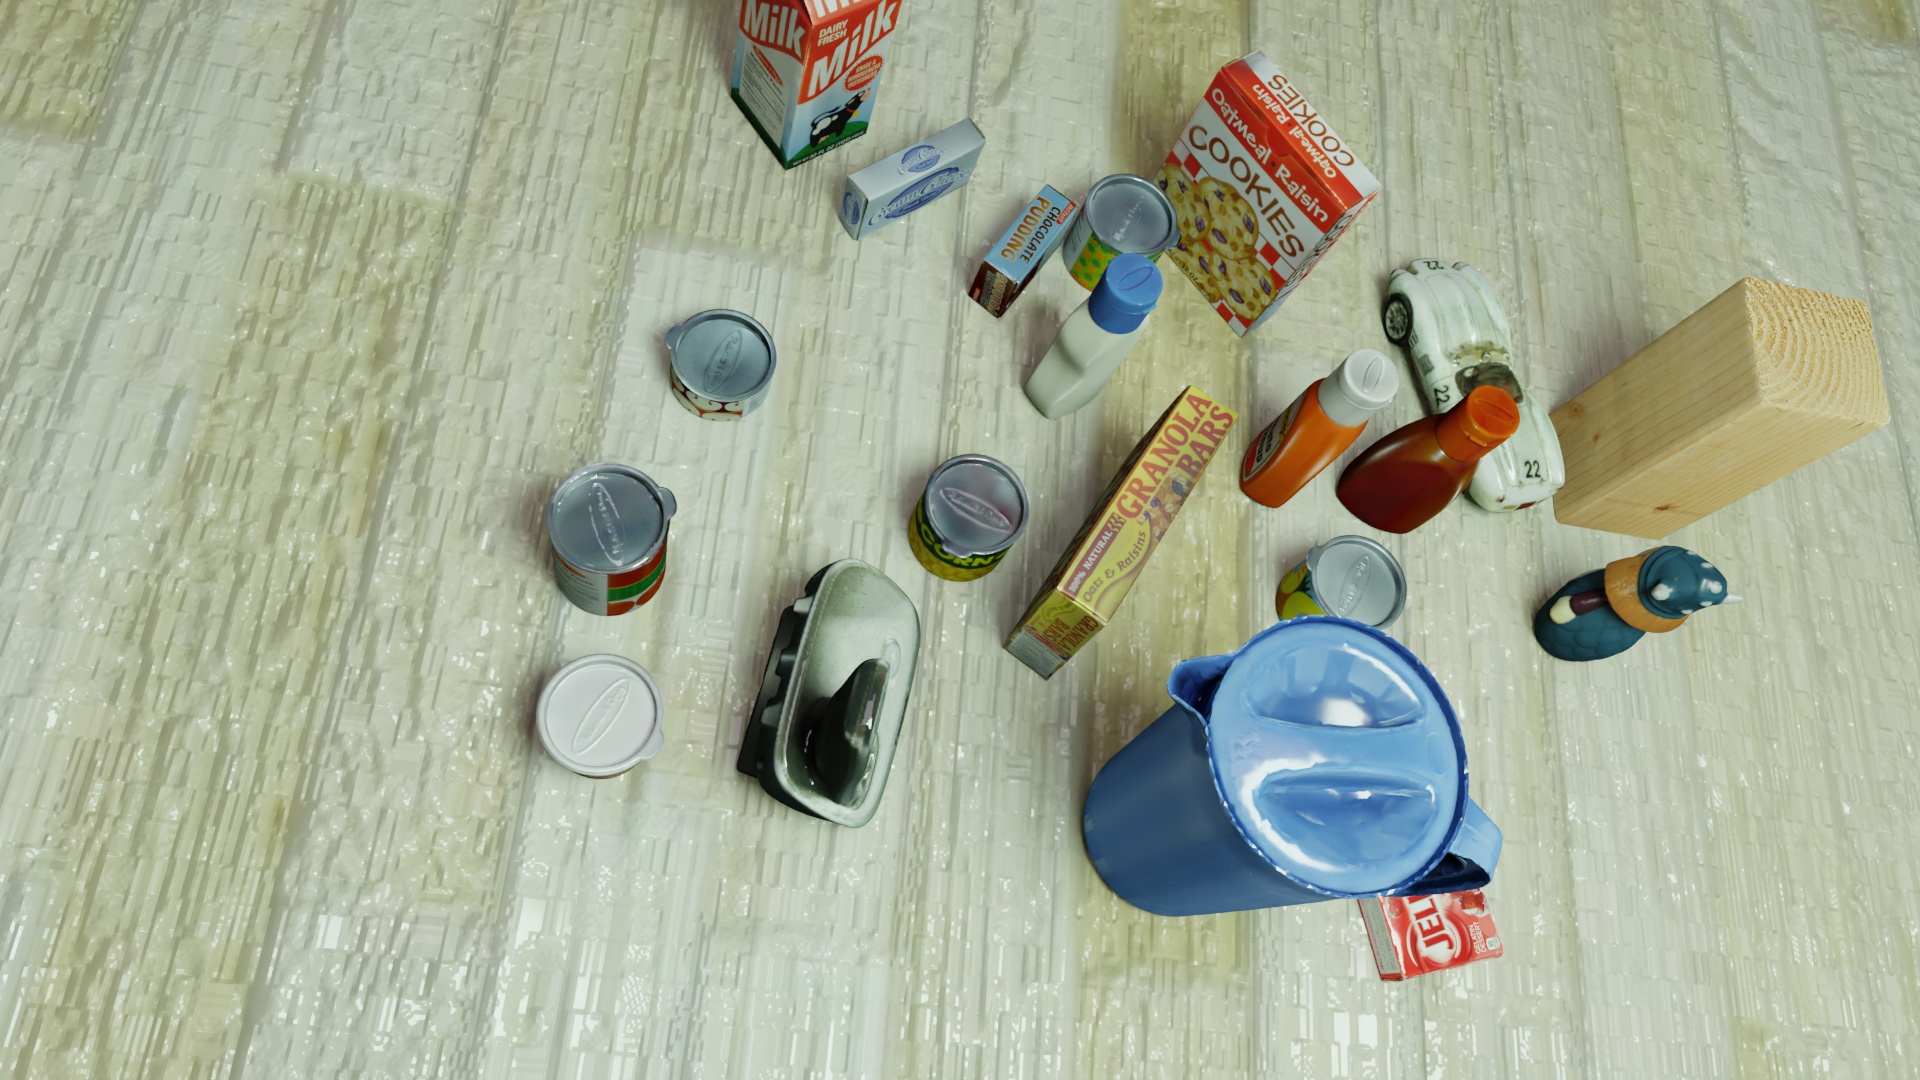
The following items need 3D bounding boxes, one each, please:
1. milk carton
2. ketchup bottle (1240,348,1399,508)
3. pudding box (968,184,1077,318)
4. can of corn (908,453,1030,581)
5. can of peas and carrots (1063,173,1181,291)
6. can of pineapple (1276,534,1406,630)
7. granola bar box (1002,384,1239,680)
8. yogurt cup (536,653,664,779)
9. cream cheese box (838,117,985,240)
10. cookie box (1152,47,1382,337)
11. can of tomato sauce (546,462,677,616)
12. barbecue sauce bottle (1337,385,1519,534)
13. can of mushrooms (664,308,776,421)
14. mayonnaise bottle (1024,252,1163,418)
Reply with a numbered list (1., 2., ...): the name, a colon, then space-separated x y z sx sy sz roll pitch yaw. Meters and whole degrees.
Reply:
1. milk carton: -0.093 -0.334 0.900 0.072 0.189 0.073 -32 80 -22
2. ketchup bottle: 0.232 -0.074 0.901 0.043 0.148 0.065 28 66 -2
3. pudding box: 0.043 -0.199 0.958 0.030 0.049 0.084 36 66 2
4. can of corn: 0.003 -0.011 0.871 0.071 0.058 0.071 5 69 -12
5. can of peas and carrots: 0.113 -0.212 0.974 0.071 0.058 0.071 5 69 -12
6. can of pineapple: 0.247 0.035 0.912 0.071 0.057 0.071 5 69 -12
7. granola bar box: 0.096 -0.004 0.854 0.039 0.123 0.166 35 66 1
8. yogurt cup: -0.201 0.103 0.780 0.072 0.053 0.072 5 69 -12
9. cream cheese box: -0.034 -0.248 0.956 0.104 0.053 0.024 -32 80 -22
10. cookie box: 0.195 -0.229 0.941 0.040 0.166 0.123 -35 81 -22
11. can of tomato sauce: -0.201 0.000 0.804 0.071 0.082 0.071 5 69 -12
12. barbecue sauce bottle: 0.308 -0.053 0.910 0.065 0.148 0.044 29 66 -2
13. can of mushrooms: -0.154 -0.112 0.886 0.071 0.033 0.071 5 69 -12
14. mayonnaise bottle: 0.088 -0.131 0.888 0.065 0.147 0.041 -34 81 -22
